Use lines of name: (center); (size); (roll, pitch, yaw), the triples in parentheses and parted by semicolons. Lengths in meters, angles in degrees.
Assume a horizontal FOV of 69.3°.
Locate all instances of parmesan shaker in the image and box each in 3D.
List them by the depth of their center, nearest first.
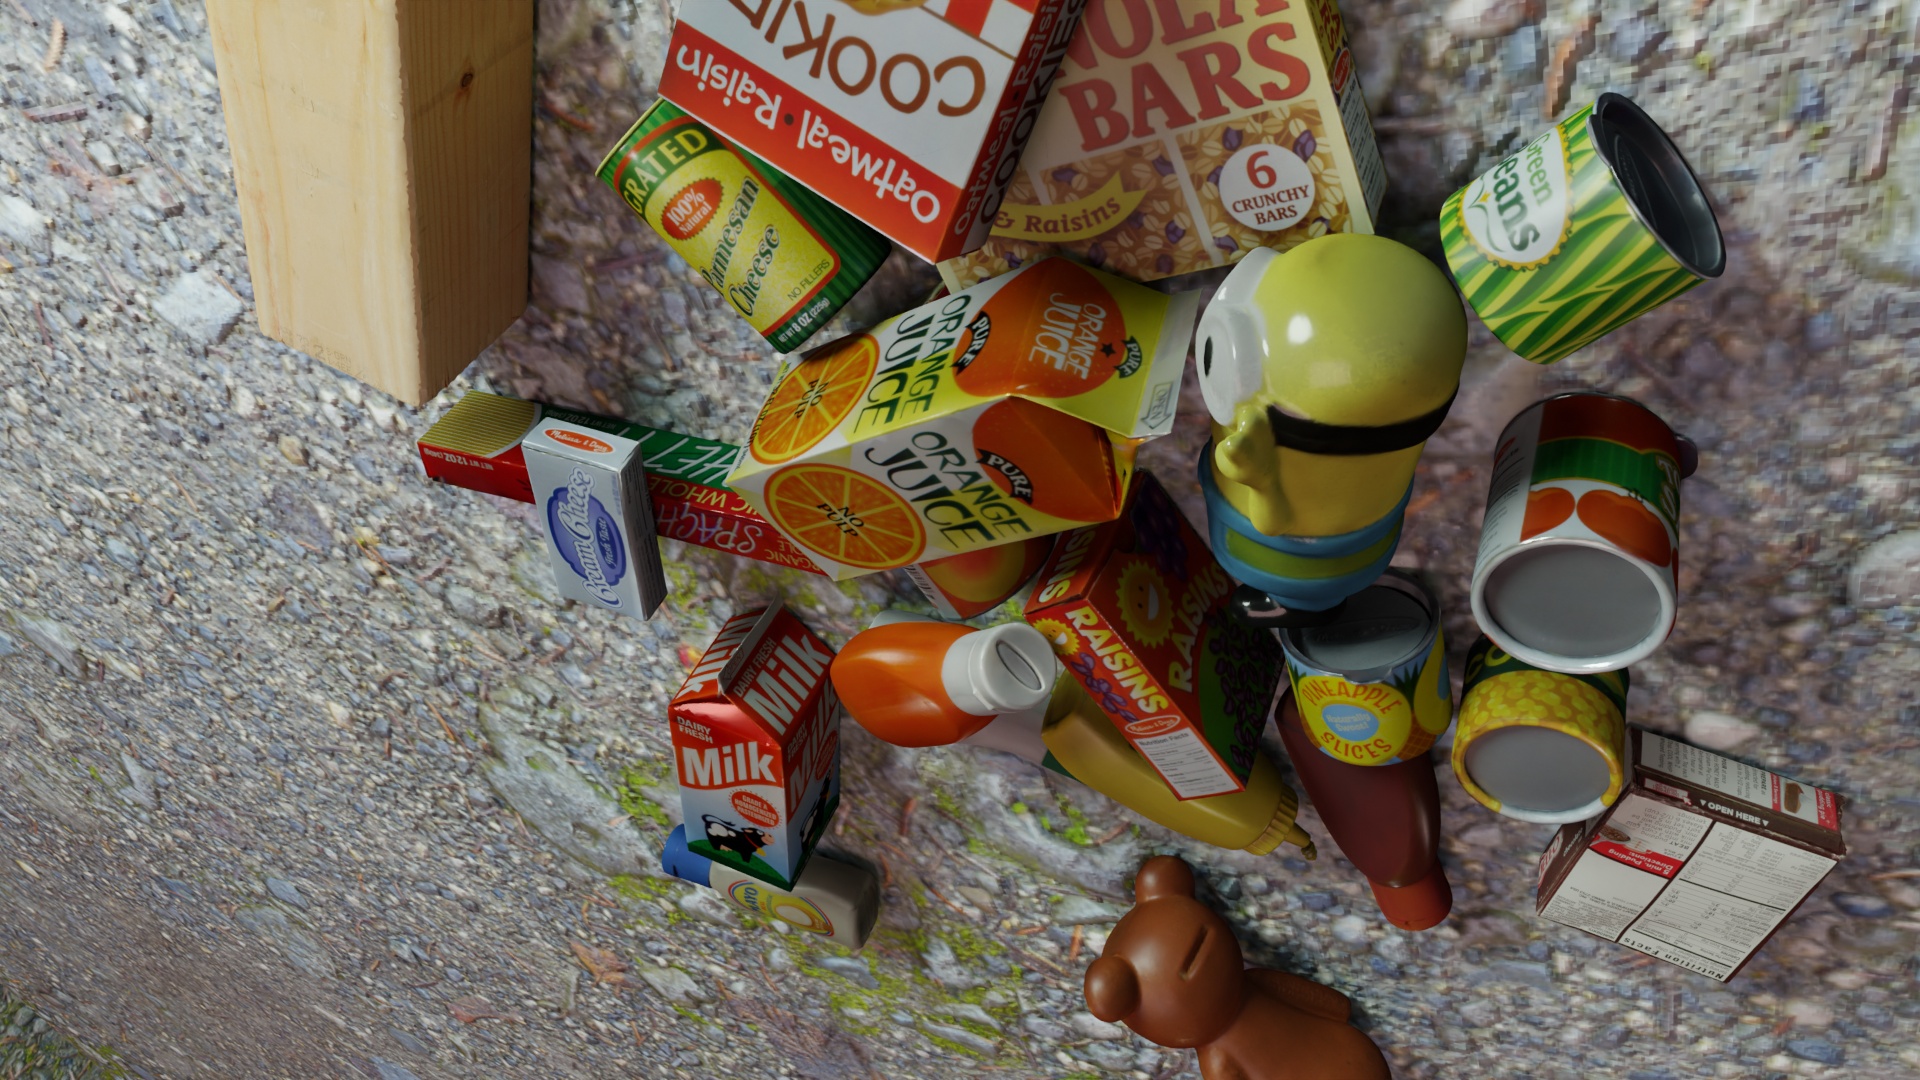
parmesan shaker: (-0.084, -0.134, 0.559); (0.103, 0.072, 0.071); (44, 135, -15)

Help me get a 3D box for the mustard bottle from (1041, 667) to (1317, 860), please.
mustard bottle: (0.118, 0.115, 0.690); (0.160, 0.066, 0.048); (32, 142, -11)

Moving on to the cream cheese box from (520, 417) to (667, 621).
cream cheese box: (-0.178, -0.008, 0.683); (0.053, 0.024, 0.103); (16, 135, 15)

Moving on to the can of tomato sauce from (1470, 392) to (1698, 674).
can of tomato sauce: (0.226, -0.003, 0.502); (0.071, 0.083, 0.070); (15, 136, 16)

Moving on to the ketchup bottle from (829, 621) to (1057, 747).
ketchup bottle: (-0.008, 0.064, 0.631); (0.064, 0.044, 0.148); (47, 155, -11)

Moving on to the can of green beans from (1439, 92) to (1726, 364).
can of green beans: (0.196, -0.098, 0.442); (0.071, 0.071, 0.057); (43, 136, -14)

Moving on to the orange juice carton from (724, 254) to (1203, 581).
orange juice carton: (0.006, -0.046, 0.538); (0.192, 0.072, 0.073); (-13, 135, 39)

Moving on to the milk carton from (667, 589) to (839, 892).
milk carton: (-0.117, 0.115, 0.806); (0.073, 0.073, 0.189); (18, 136, 13)

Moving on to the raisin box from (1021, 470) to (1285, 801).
raisin box: (0.089, 0.043, 0.617); (0.040, 0.086, 0.123); (-21, 118, 42)

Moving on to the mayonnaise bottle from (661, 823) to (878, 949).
mayonnaise bottle: (-0.130, 0.231, 0.945); (0.148, 0.041, 0.064); (13, 137, 16)

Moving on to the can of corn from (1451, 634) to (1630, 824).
can of corn: (0.243, 0.075, 0.584); (0.071, 0.058, 0.070); (15, 135, 15)

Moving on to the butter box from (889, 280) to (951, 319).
butter box: (-0.023, -0.070, 0.616); (0.053, 0.024, 0.103); (46, 135, -17)

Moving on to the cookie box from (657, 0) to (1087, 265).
cookie box: (-0.019, -0.191, 0.441); (0.123, 0.040, 0.166); (34, 122, 15)

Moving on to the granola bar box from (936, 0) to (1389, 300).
granola bar box: (0.052, -0.152, 0.488); (0.165, 0.039, 0.123); (-6, 127, 33)

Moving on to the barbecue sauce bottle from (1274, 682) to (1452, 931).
barbecue sauce bottle: (0.201, 0.129, 0.668); (0.065, 0.044, 0.148); (9, 137, 45)

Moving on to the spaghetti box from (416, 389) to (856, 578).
spaghetti box: (-0.158, -0.031, 0.708); (0.250, 0.050, 0.028); (13, 136, 17)

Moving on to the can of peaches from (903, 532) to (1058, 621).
can of peaches: (0.002, -0.008, 0.633); (0.071, 0.071, 0.058); (-20, 118, 40)

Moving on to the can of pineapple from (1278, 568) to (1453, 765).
can of pineapple: (0.174, 0.055, 0.595); (0.071, 0.071, 0.057); (0, 130, 28)

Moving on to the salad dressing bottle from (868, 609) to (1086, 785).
salad dressing bottle: (0.016, 0.086, 0.730); (0.148, 0.044, 0.064); (24, 129, 5)
